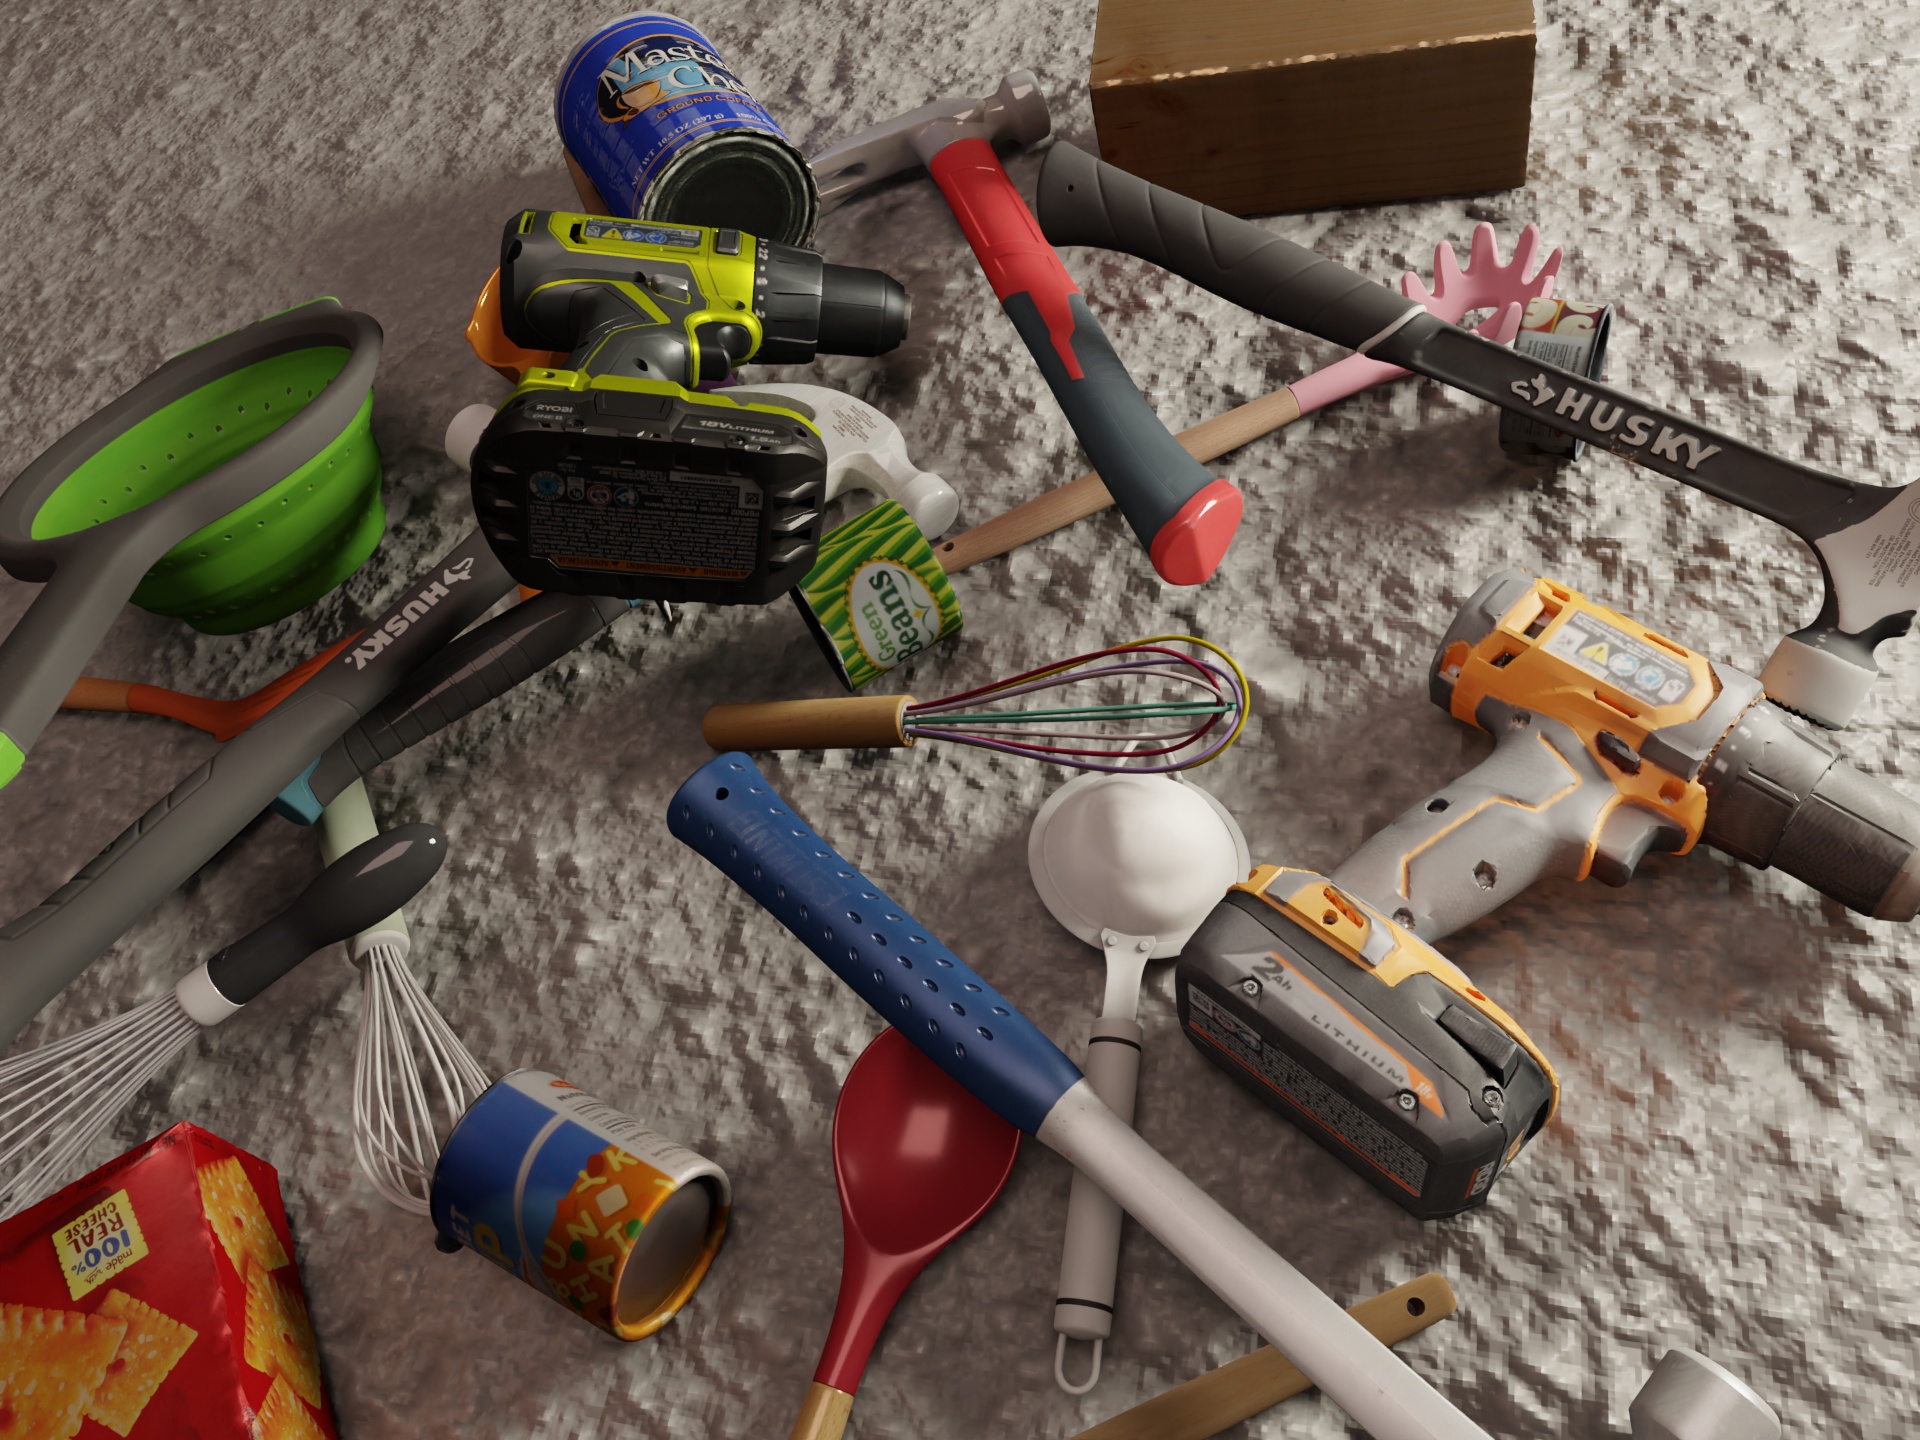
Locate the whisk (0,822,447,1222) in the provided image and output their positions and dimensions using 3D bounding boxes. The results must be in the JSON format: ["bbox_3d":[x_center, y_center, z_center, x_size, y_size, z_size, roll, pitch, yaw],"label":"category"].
[{"bbox_3d":[-0.321,0.125,0.624,0.284,0.070,0.070,-35,55,0],"label":"whisk"}]

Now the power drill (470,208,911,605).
[{"bbox_3d":[-0.114,-0.150,0.700,0.190,0.080,0.229,4,40,-9],"label":"power drill"}]

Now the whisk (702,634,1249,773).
[{"bbox_3d":[-0.001,-0.004,0.645,0.245,0.047,0.051,-2,17,28],"label":"whisk"}]

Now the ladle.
[{"bbox_3d":[-0.050,0.245,0.518,0.069,0.031,0.316,12,63,17],"label":"ladle"}]

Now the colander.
[{"bbox_3d":[-0.348,-0.059,0.714,0.204,0.094,0.398,-18,37,9],"label":"colander"}]

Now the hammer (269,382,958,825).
[{"bbox_3d":[-0.169,-0.053,0.724,0.331,0.033,0.128,-34,59,-15],"label":"hammer"}]

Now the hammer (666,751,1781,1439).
[{"bbox_3d":[0.037,0.138,0.520,0.406,0.035,0.144,37,75,30],"label":"hammer"}]

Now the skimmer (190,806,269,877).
[{"bbox_3d":[-0.434,0.099,0.677,0.363,0.090,0.127,-45,26,-19],"label":"skimmer"}]

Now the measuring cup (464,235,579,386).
[{"bbox_3d":[-0.202,-0.175,0.820,0.095,0.052,0.174,-23,59,21],"label":"measuring cup"}]

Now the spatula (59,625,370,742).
[{"bbox_3d":[-0.428,-0.021,0.787,0.323,0.041,0.081,4,34,19],"label":"spatula"}]

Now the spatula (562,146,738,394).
[{"bbox_3d":[-0.178,-0.232,0.877,0.060,0.018,0.316,-25,55,-3],"label":"spatula"}]

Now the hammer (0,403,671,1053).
[{"bbox_3d":[-0.268,0.004,0.658,0.146,0.035,0.335,32,66,24],"label":"hammer"}]

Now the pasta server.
[{"bbox_3d":[0.125,-0.140,0.724,0.316,0.040,0.060,-25,48,-1],"label":"pasta server"}]

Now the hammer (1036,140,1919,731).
[{"bbox_3d":[0.196,-0.157,0.649,0.409,0.036,0.149,32,105,26],"label":"hammer"}]

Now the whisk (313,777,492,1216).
[{"bbox_3d":[-0.237,0.101,0.655,0.057,0.059,0.247,-3,42,-33],"label":"whisk"}]

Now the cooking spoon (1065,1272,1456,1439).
[{"bbox_3d":[0.011,0.243,0.491,0.319,0.017,0.069,-22,63,-7],"label":"cooking spoon"}]

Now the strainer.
[{"bbox_3d":[0.059,0.107,0.576,0.087,0.050,0.259,9,62,3],"label":"strainer"}]

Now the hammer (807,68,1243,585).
[{"bbox_3d":[0.026,-0.194,0.766,0.143,0.038,0.387,-22,49,1],"label":"hammer"}]

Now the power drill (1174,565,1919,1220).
[{"bbox_3d":[0.207,0.061,0.545,0.185,0.084,0.226,35,67,29],"label":"power drill"}]

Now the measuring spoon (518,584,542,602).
[{"bbox_3d":[-0.213,-0.080,0.788,0.021,0.011,0.117,-22,54,0],"label":"measuring spoon"}]
